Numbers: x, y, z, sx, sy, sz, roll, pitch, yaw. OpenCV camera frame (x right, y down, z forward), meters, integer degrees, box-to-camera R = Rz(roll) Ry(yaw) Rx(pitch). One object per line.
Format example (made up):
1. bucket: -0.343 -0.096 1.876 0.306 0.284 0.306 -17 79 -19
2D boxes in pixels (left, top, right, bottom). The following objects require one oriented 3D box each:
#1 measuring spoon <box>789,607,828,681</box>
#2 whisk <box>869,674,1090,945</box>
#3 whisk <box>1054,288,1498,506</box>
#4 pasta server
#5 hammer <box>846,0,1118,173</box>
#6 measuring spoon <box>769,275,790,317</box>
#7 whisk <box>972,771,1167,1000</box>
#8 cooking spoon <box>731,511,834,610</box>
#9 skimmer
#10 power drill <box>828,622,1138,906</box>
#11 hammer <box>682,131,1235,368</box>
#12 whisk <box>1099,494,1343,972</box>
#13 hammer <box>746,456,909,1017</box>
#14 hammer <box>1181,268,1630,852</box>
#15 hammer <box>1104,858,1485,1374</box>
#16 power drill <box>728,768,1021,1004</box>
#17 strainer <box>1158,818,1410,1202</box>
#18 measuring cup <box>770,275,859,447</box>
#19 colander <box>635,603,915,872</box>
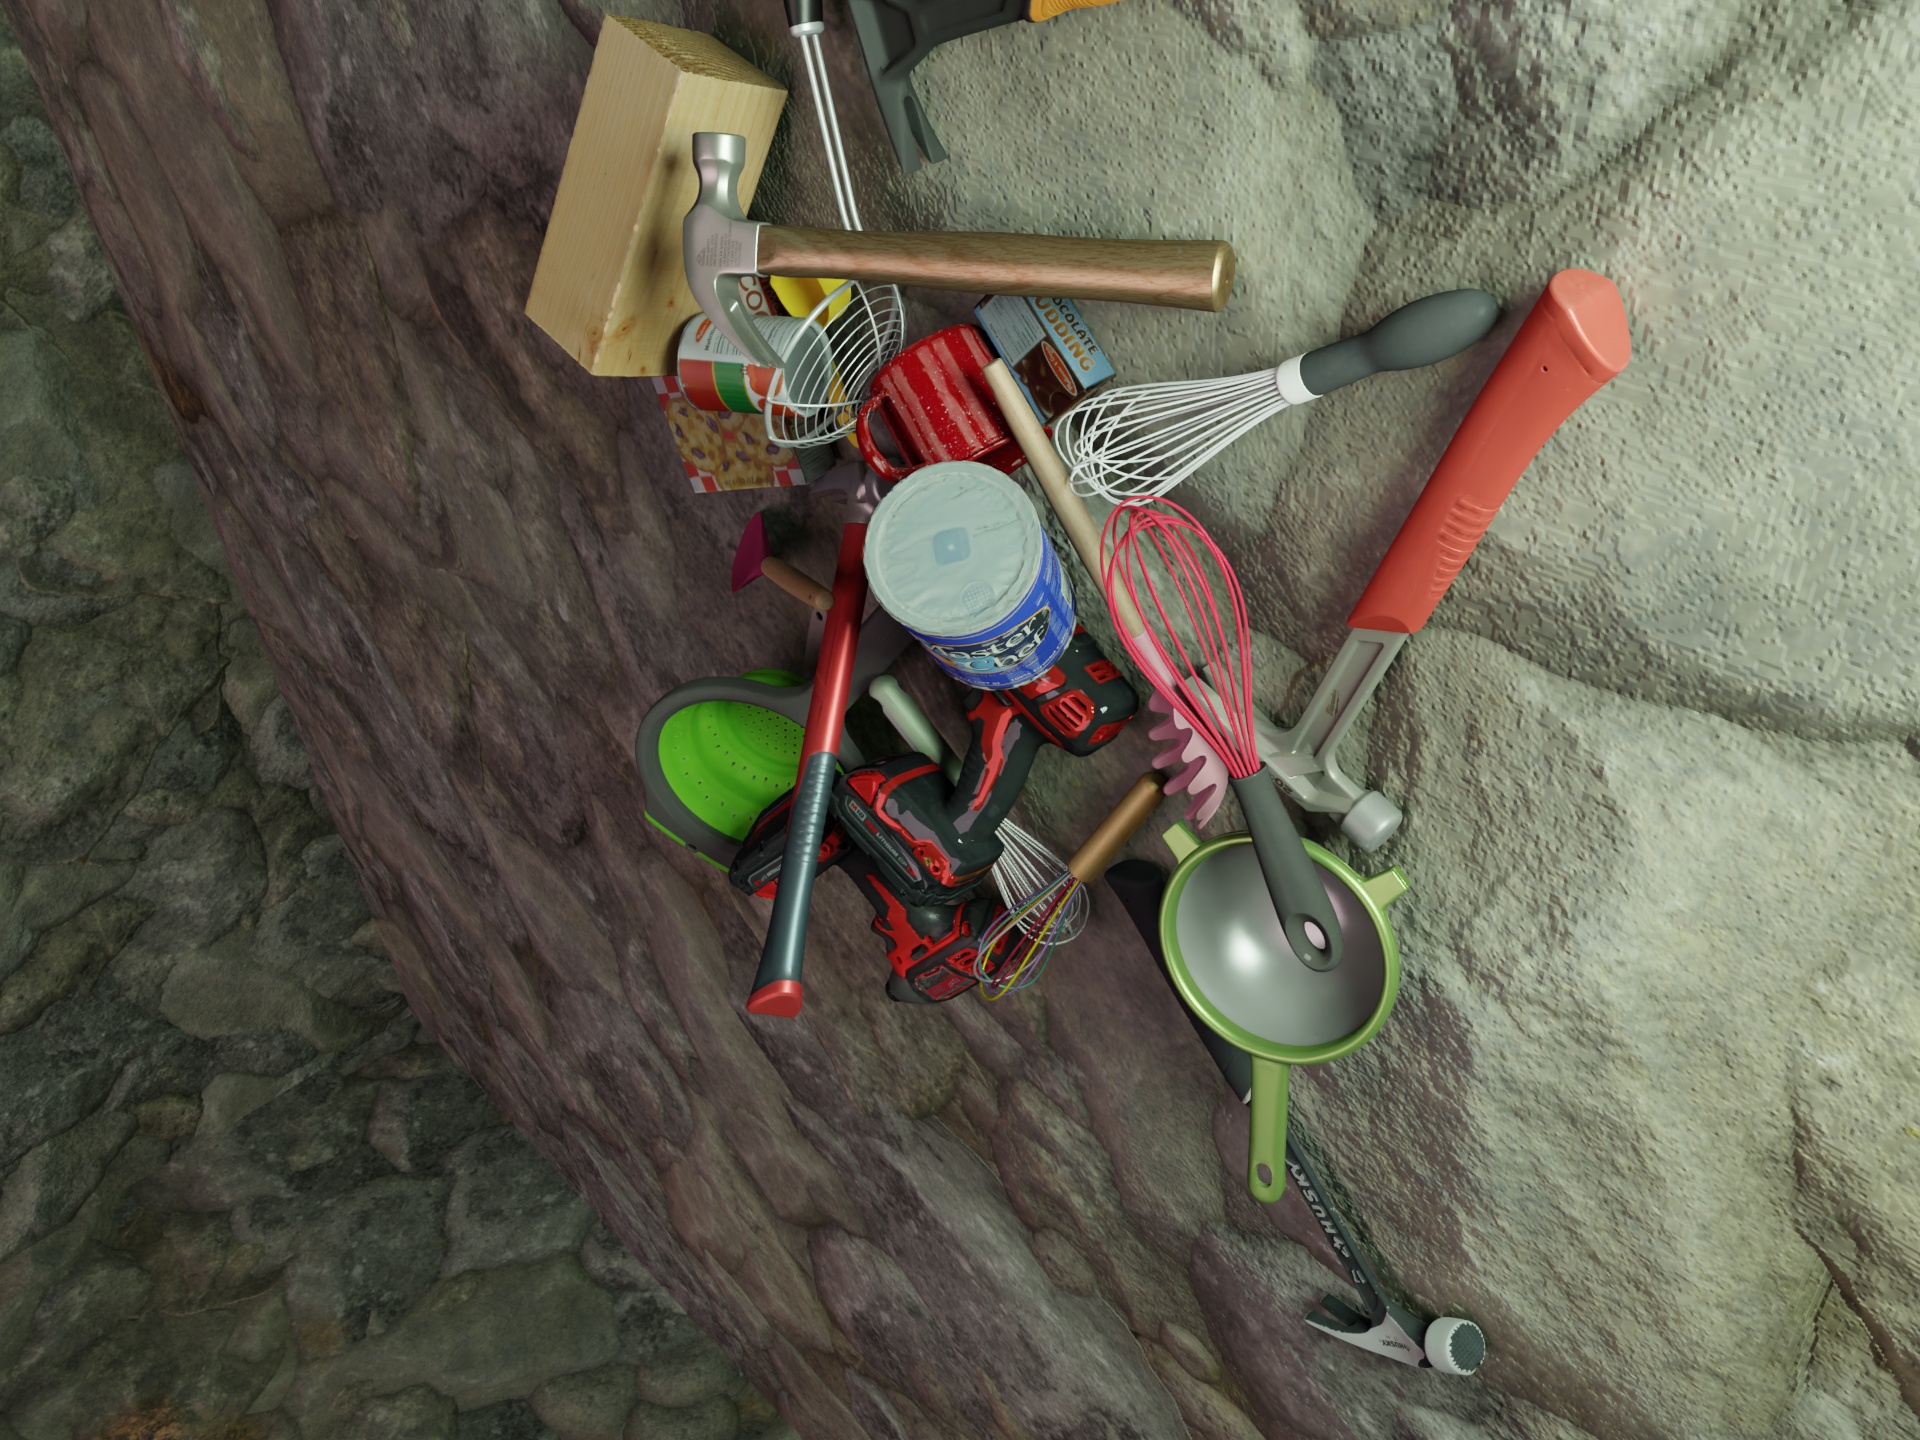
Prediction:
1. measuring spoon: -0.128 -0.057 1.332 0.034 0.018 0.124 46 146 19
2. whisk: 0.012 0.066 1.187 0.246 0.059 0.058 52 -179 -3
3. whisk: 0.149 -0.166 0.812 0.284 0.070 0.070 -12 107 52
4. pasta server: 0.087 -0.071 0.954 0.316 0.040 0.060 59 175 -20
5. hammer: 0.059 -0.359 0.786 0.337 0.034 0.127 12 125 50
6. measuring spoon: -0.126 -0.290 1.135 0.021 0.011 0.116 32 138 23
7. whisk: 0.075 0.122 1.121 0.051 0.047 0.245 37 126 2
8. cooking spoon: -0.136 -0.111 1.183 0.069 0.017 0.319 -70 21 6
9. skimmer: -0.103 -0.349 0.968 0.090 0.127 0.363 0 111 32
10. power drill: -0.002 -0.003 1.093 0.188 0.080 0.226 47 123 17
11. hammer: -0.012 -0.250 0.874 0.331 0.031 0.130 12 106 25
12. whisk: 0.152 0.011 0.886 0.073 0.073 0.295 -7 111 56
13. hammer: -0.102 0.012 1.114 0.143 0.038 0.386 5 84 65
14. hammer: 0.221 -0.078 0.802 0.149 0.037 0.358 45 147 21
15. hammer: 0.215 0.278 1.127 0.409 0.036 0.149 60 150 -2
16. power drill: -0.071 0.149 1.296 0.219 0.079 0.143 41 131 -15
17. strainer: 0.203 0.177 0.988 0.151 0.069 0.256 11 114 31
18. measuring cup: -0.086 -0.259 1.098 0.062 0.029 0.156 26 148 39
19. colander: -0.117 -0.019 1.289 0.204 0.095 0.397 35 132 -13
